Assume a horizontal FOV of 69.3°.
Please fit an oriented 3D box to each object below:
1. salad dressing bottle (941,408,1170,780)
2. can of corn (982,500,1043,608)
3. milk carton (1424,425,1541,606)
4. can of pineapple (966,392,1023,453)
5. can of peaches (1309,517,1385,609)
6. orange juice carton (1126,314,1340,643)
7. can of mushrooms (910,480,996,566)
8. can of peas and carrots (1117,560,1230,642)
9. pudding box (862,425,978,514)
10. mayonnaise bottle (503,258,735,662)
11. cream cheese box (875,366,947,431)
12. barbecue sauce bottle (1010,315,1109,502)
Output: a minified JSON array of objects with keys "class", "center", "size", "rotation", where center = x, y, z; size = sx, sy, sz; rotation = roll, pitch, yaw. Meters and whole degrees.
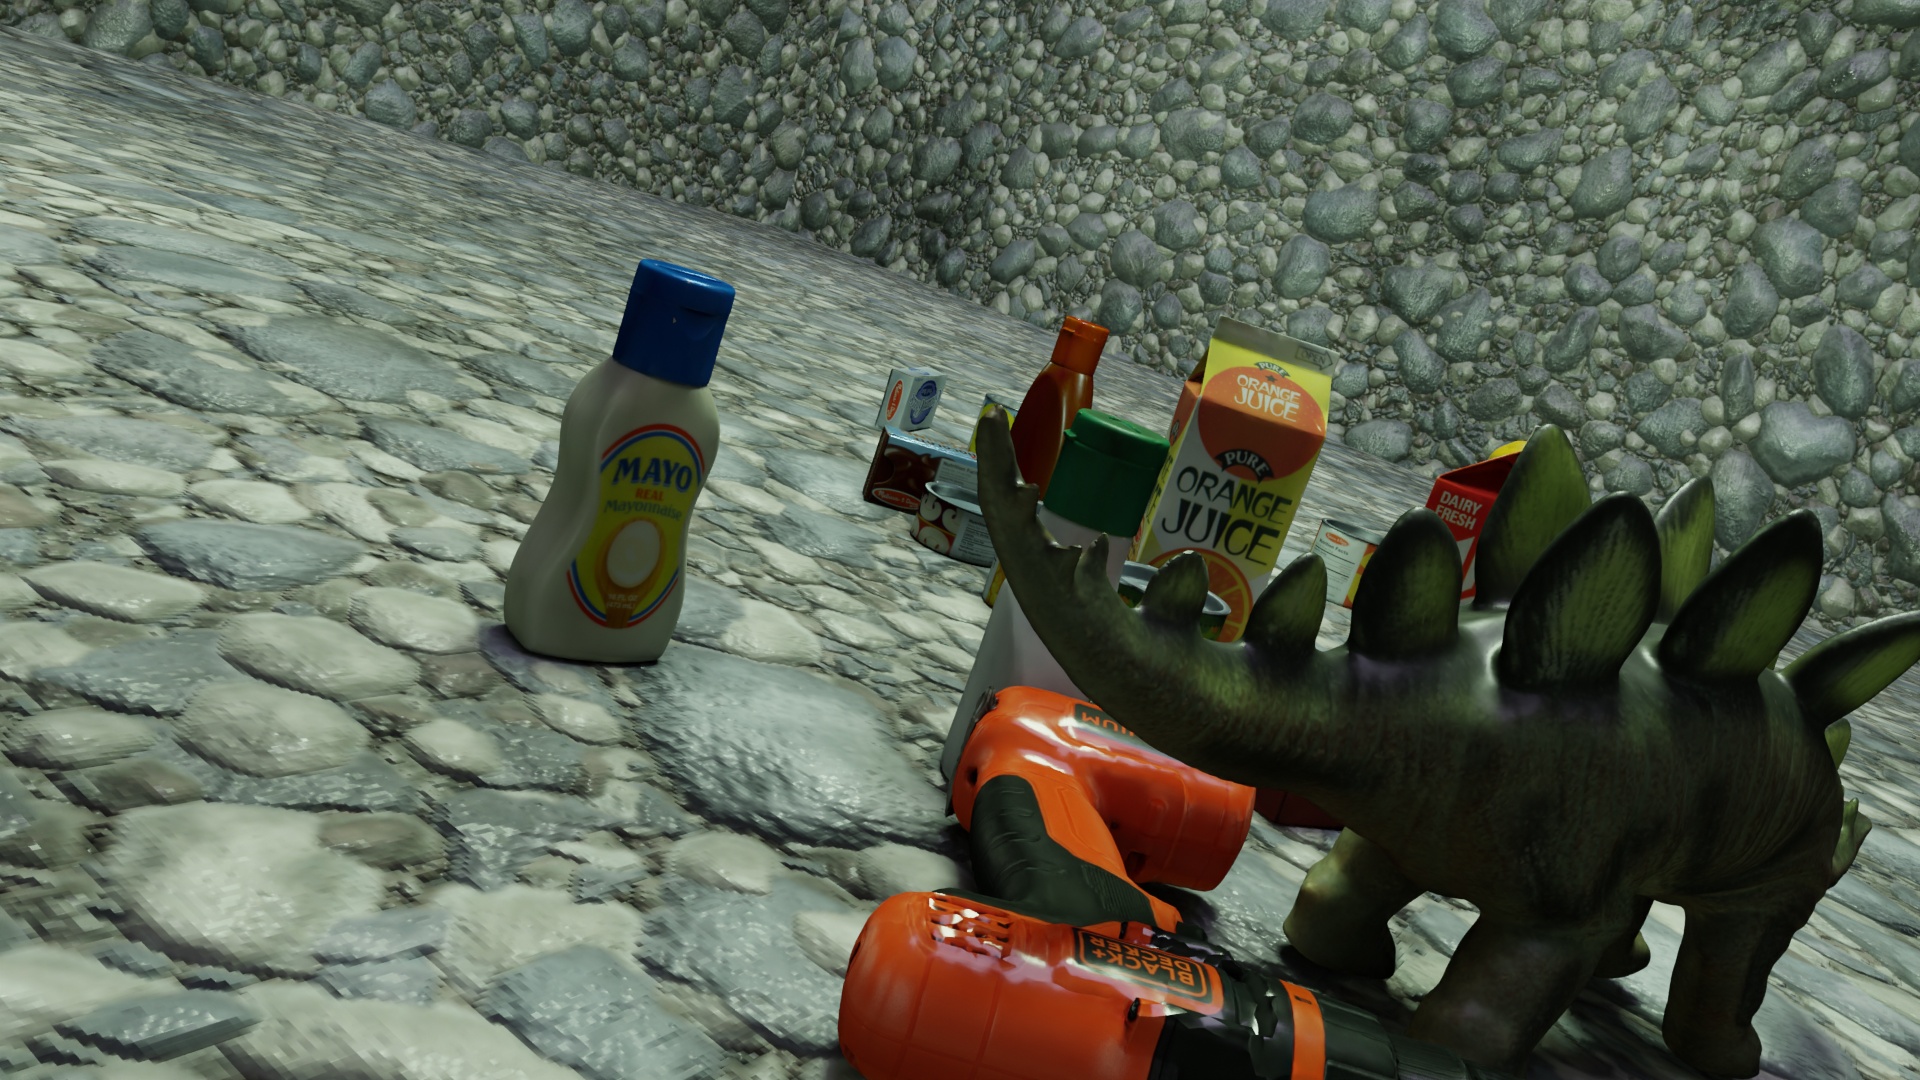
[{"class":"salad dressing bottle","center":[0.036,0.026,0.517],"size":[0.044,0.147,0.064],"rotation":[16,13,-13]},{"class":"can of corn","center":[0.054,0.016,0.781],"size":[0.071,0.058,0.071],"rotation":[18,13,-4]},{"class":"milk carton","center":[0.280,0.026,0.764],"size":[0.073,0.190,0.072],"rotation":[24,13,22]},{"class":"can of pineapple","center":[0.045,-0.089,1.204],"size":[0.071,0.057,0.071],"rotation":[18,13,-4]},{"class":"can of peaches","center":[0.319,0.020,1.139],"size":[0.071,0.058,0.071],"rotation":[18,13,-4]},{"class":"orange juice carton","center":[0.143,-0.024,0.771],"size":[0.072,0.192,0.073],"rotation":[19,12,-2]},{"class":"can of mushrooms","center":[0.003,-0.011,0.876],"size":[0.071,0.033,0.071],"rotation":[18,13,-4]},{"class":"can of peas and carrots","center":[0.093,0.049,0.700],"size":[0.071,0.058,0.071],"rotation":[18,13,-4]},{"class":"pudding box","center":[-0.019,-0.042,0.934],"size":[0.084,0.049,0.030],"rotation":[16,13,-14]},{"class":"mayonnaise bottle","center":[-0.122,-0.028,0.516],"size":[0.065,0.147,0.041],"rotation":[9,16,-39]},{"class":"cream cheese box","center":[-0.044,-0.126,1.239],"size":[0.024,0.053,0.104],"rotation":[22,13,12]},{"class":"barbecue sauce bottle","center":[0.075,-0.101,1.090],"size":[0.044,0.148,0.065],"rotation":[7,17,-44]}]
